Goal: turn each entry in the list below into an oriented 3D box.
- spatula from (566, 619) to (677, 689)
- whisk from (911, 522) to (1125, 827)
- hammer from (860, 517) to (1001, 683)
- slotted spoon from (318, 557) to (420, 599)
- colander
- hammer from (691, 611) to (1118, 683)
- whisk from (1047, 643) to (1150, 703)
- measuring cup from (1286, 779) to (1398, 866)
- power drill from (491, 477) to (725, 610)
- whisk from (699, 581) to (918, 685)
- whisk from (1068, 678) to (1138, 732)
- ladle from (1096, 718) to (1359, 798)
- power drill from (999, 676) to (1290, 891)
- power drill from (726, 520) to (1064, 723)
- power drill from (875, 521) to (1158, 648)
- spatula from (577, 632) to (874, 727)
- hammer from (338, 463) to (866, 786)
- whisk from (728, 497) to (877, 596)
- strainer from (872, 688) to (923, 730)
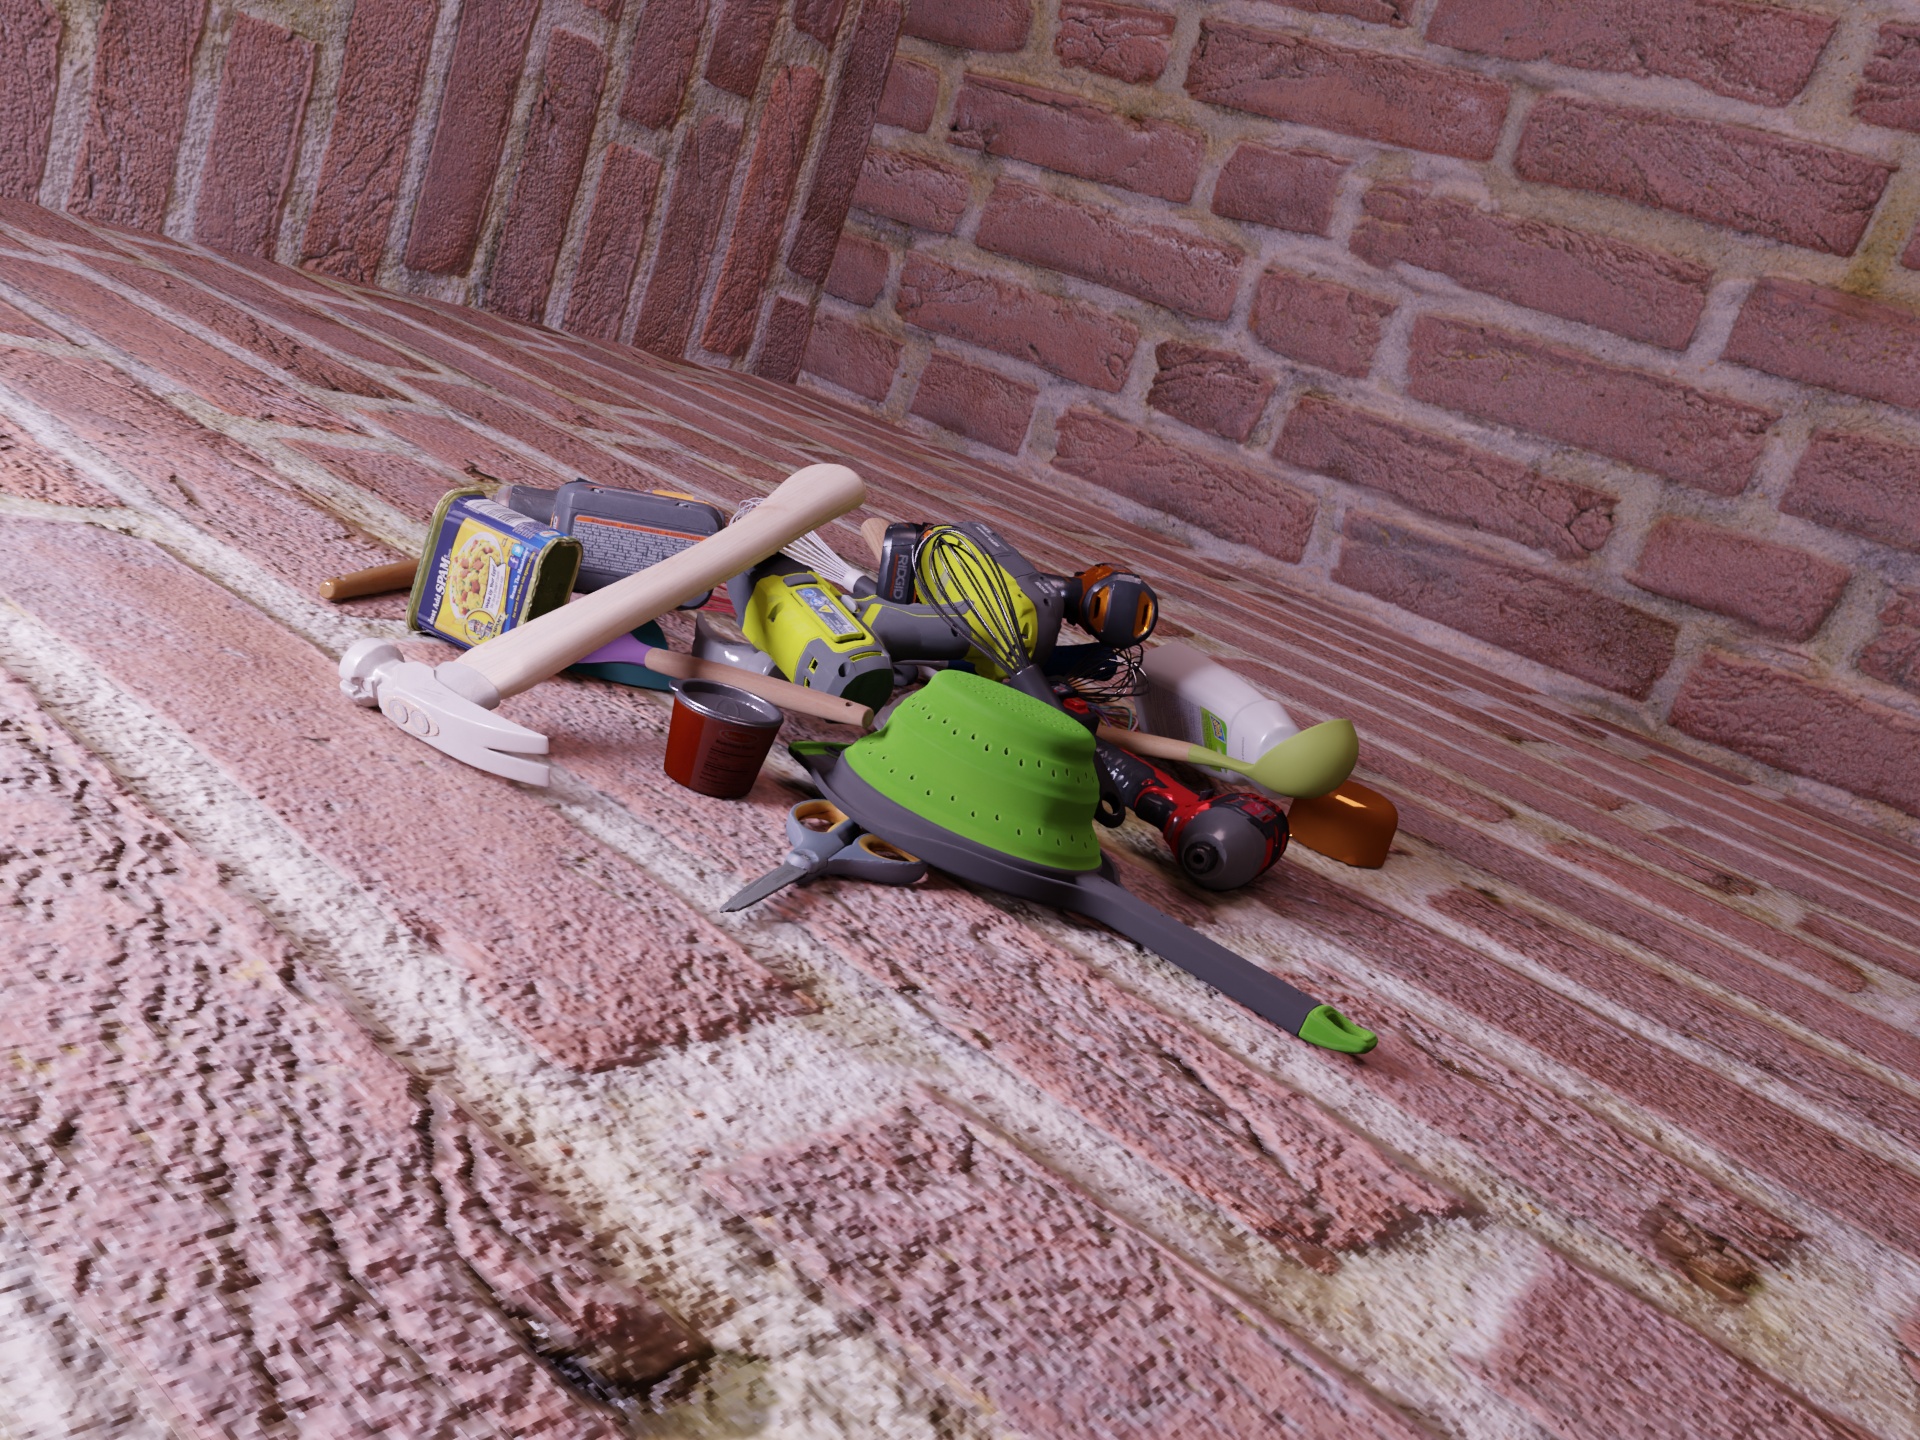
[{"bbox_3d":[-0.280,-0.088,1.241,0.082,0.044,0.318,11,11,-22],"label":"spatula"},{"bbox_3d":[0.041,-0.030,1.068,0.239,0.055,0.055,58,22,7],"label":"whisk"},{"bbox_3d":[-0.041,-0.115,1.529,0.130,0.031,0.332,15,25,-25],"label":"hammer"},{"bbox_3d":[-0.384,-0.117,1.205,0.070,0.031,0.314,22,16,9],"label":"slotted spoon"},{"bbox_3d":[0.082,0.065,0.955,0.397,0.094,0.204,28,11,26],"label":"colander"},{"bbox_3d":[-0.030,-0.051,1.289,0.405,0.035,0.144,-1,17,-41],"label":"hammer"},{"bbox_3d":[0.084,-0.025,1.284,0.059,0.057,0.246,44,32,19],"label":"whisk"},{"bbox_3d":[0.278,0.068,1.308,0.173,0.052,0.095,17,14,-10],"label":"measuring cup"},{"bbox_3d":[-0.269,-0.143,1.209,0.185,0.084,0.226,9,9,-12],"label":"power drill"},{"bbox_3d":[-0.168,-0.101,1.359,0.296,0.073,0.073,26,15,5],"label":"whisk"},{"bbox_3d":[0.117,-0.008,1.412,0.047,0.051,0.245,11,12,-9],"label":"whisk"},{"bbox_3d":[0.160,0.010,1.233,0.320,0.062,0.078,10,7,43],"label":"ladle"},{"bbox_3d":[0.119,0.051,1.131,0.220,0.078,0.143,28,16,20],"label":"power drill"},{"bbox_3d":[-0.050,-0.081,1.149,0.223,0.080,0.171,-11,46,-40],"label":"power drill"},{"bbox_3d":[0.045,-0.112,1.340,0.226,0.084,0.164,9,9,-2],"label":"power drill"},{"bbox_3d":[-0.185,-0.035,1.043,0.316,0.018,0.060,15,39,32],"label":"spatula"},{"bbox_3d":[-0.180,-0.082,1.011,0.146,0.038,0.411,23,36,23],"label":"hammer"},{"bbox_3d":[-0.130,-0.157,1.630,0.285,0.070,0.070,32,18,28],"label":"whisk"},{"bbox_3d":[-0.002,-0.004,1.250,0.087,0.050,0.258,26,12,14],"label":"strainer"}]
